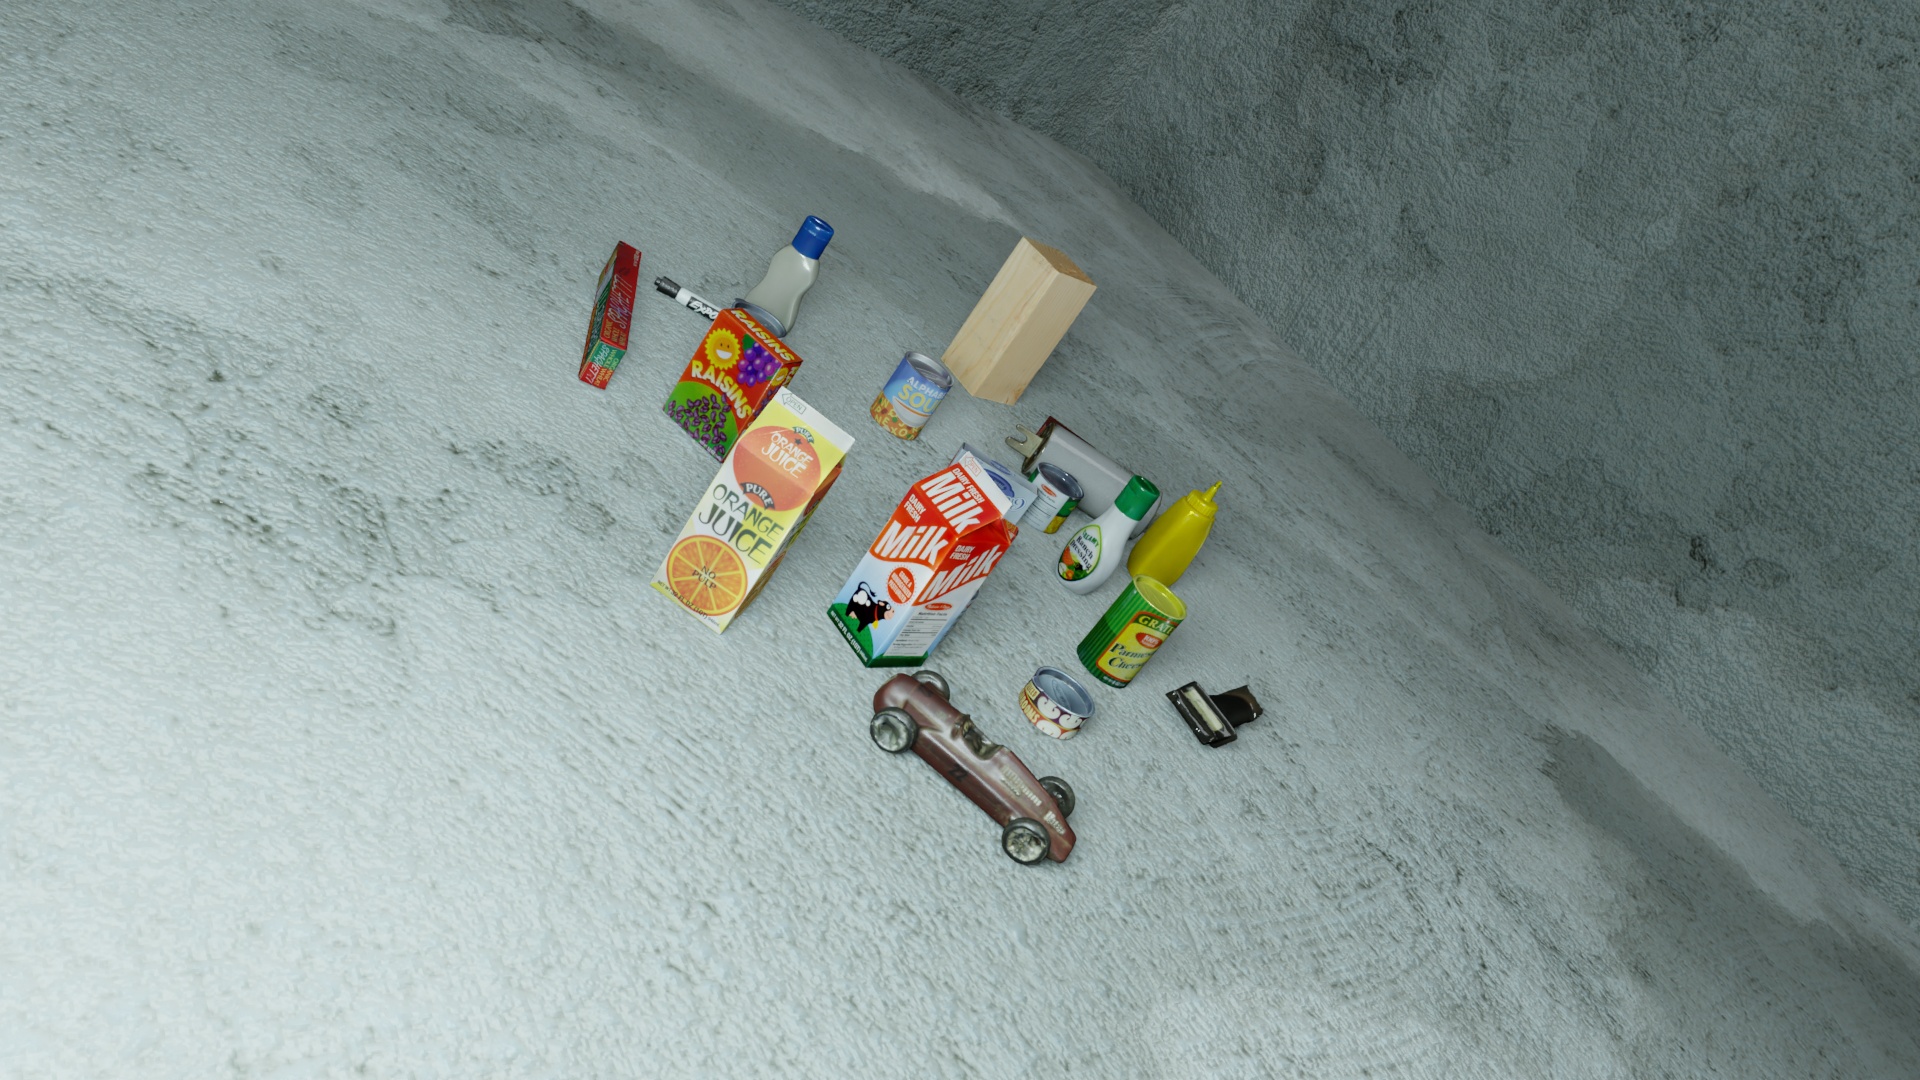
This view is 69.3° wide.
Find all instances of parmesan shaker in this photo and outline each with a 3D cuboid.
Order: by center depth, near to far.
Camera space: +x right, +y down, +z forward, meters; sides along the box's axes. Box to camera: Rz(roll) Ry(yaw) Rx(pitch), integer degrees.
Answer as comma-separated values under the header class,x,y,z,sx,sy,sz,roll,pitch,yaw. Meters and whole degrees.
class,x,y,z,sx,sy,sz,roll,pitch,yaw
parmesan shaker,0.177,0.095,1.427,0.071,0.102,0.071,29,24,-15

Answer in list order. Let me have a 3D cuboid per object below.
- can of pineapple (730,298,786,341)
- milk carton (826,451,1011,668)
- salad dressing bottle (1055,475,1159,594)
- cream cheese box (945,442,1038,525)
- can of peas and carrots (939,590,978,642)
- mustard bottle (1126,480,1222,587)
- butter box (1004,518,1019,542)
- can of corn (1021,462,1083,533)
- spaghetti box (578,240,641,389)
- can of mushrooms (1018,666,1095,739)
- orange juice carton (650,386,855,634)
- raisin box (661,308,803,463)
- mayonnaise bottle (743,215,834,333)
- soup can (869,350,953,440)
class,x,y,z,sx,sy,sz,roll,pitch,yaw
can of pineapple,-0.234,-0.221,1.519,0.071,0.057,0.071,29,24,-15
milk carton,-0.027,0.018,1.191,0.073,0.189,0.072,6,37,-49
salad dressing bottle,0.164,-0.007,1.541,0.044,0.147,0.064,14,32,-41
cream cheese box,0.032,-0.063,1.586,0.104,0.053,0.024,31,24,-12
can of peas and carrots,-0.028,0.051,1.290,0.071,0.058,0.071,29,24,-15
mustard bottle,0.266,-0.012,1.671,0.065,0.159,0.049,22,27,-30
butter box,0.005,-0.018,1.469,0.103,0.053,0.024,34,23,-4
can of corn,0.105,-0.050,1.654,0.071,0.058,0.071,29,24,-15
spaghetti box,-0.349,-0.230,1.391,0.028,0.050,0.251,25,26,-23
can of mushrooms,0.087,0.150,1.292,0.071,0.033,0.071,29,25,-15
orange juice carton,-0.159,-0.027,1.094,0.072,0.192,0.073,36,23,0
raisin box,-0.218,-0.148,1.325,0.086,0.123,0.040,42,24,13
mayonnaise bottle,-0.198,-0.306,1.612,0.065,0.147,0.041,36,23,-1
soup can,-0.057,-0.167,1.623,0.071,0.083,0.072,29,24,-15
